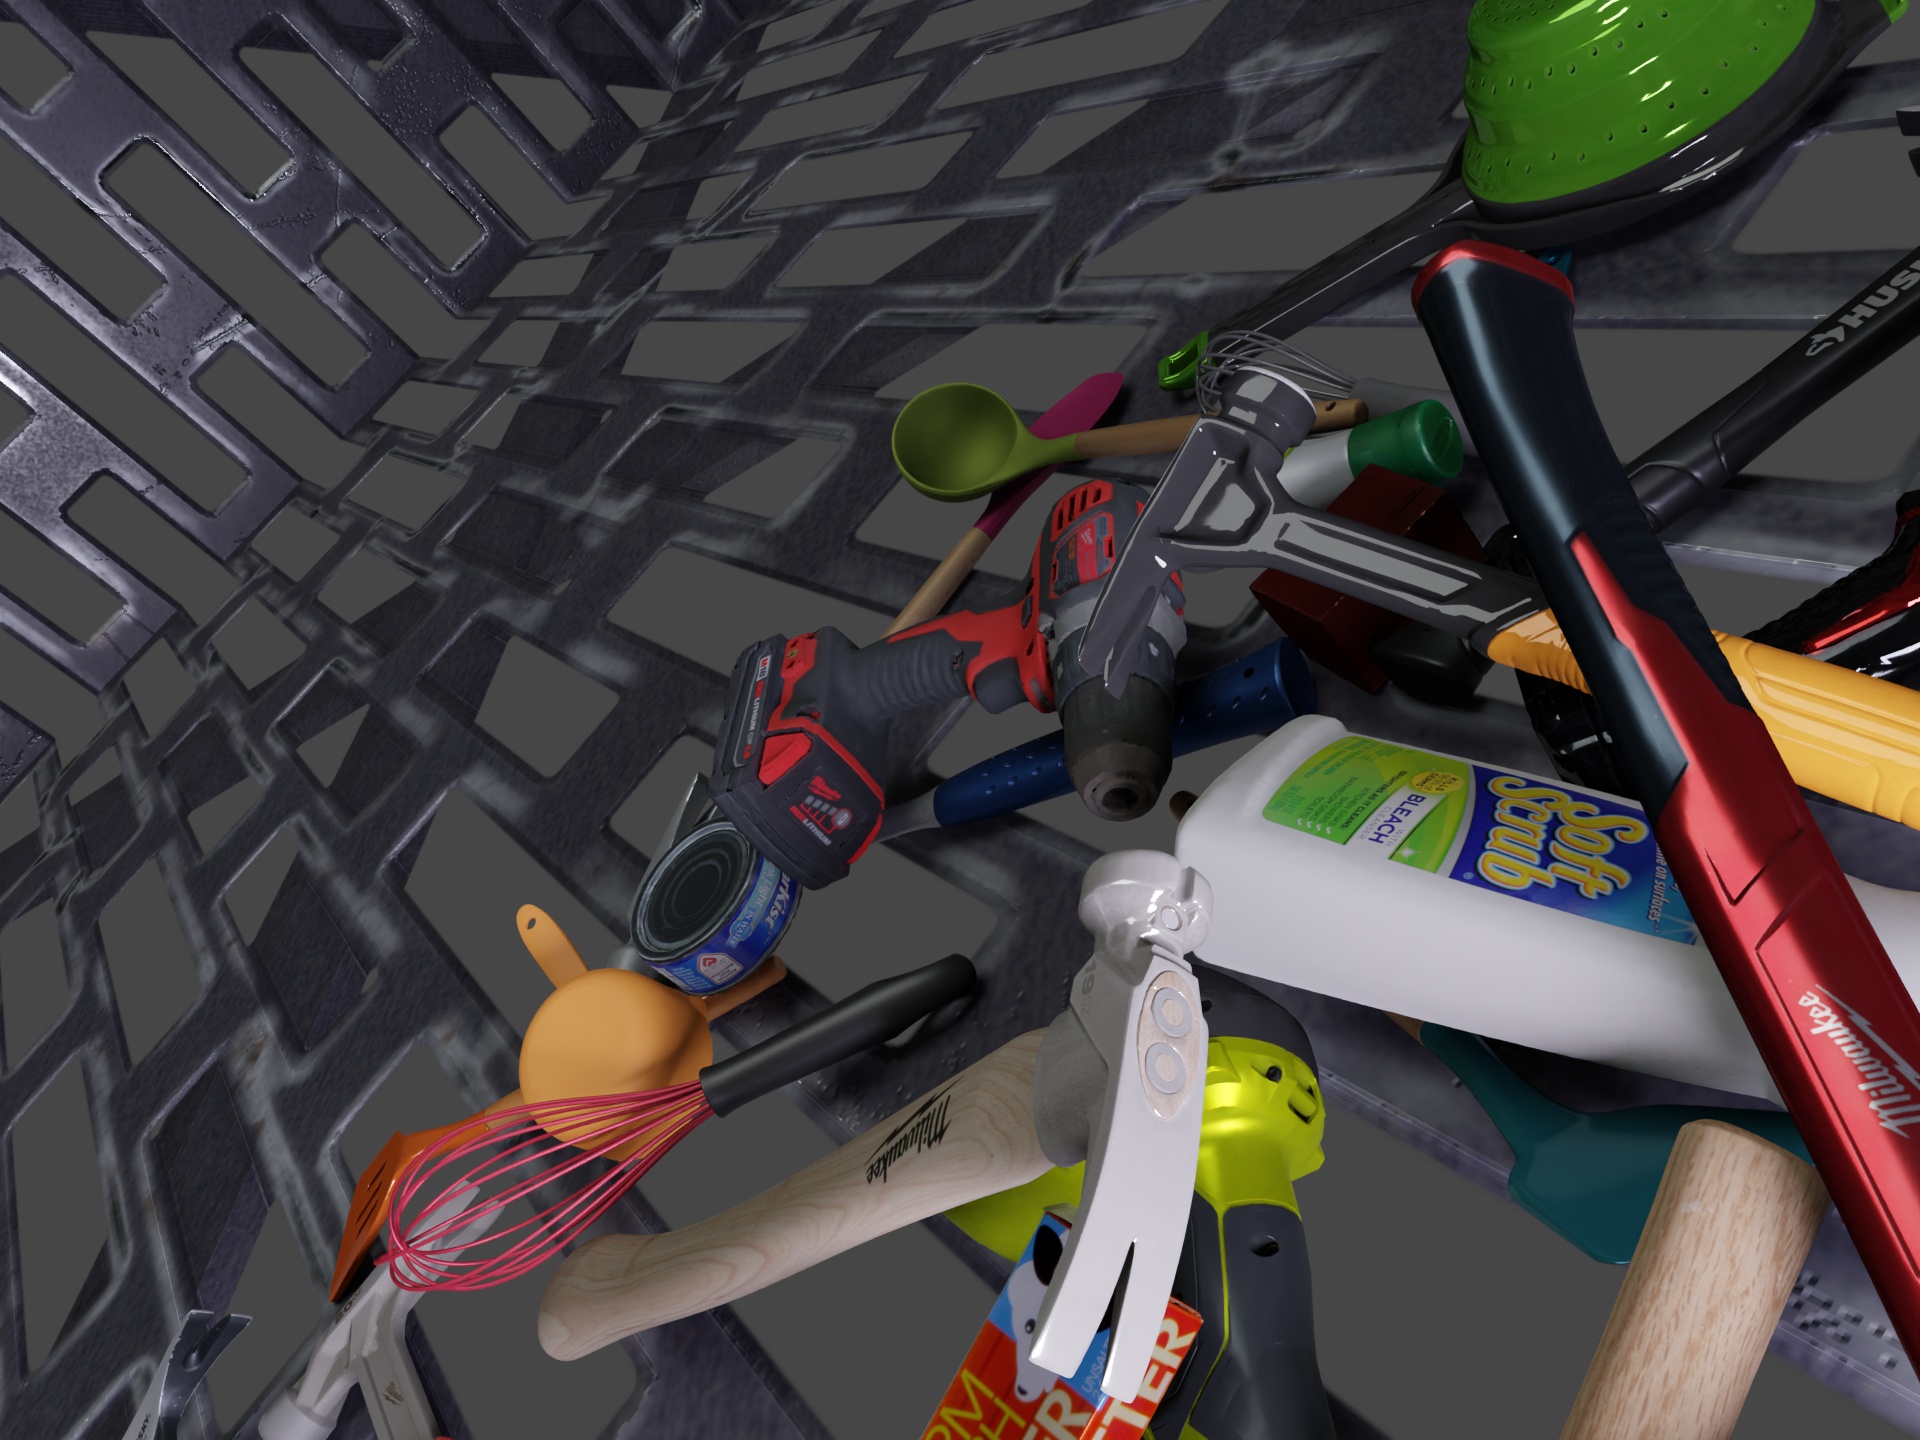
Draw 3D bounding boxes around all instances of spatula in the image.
[{"bbox_3d":[0.149,0.083,0.546,0.082,0.044,0.318,-23,28,-12],"label":"spatula"},{"bbox_3d":[-0.221,0.204,0.837,0.322,0.041,0.081,-29,35,14],"label":"spatula"}]

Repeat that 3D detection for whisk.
[{"bbox_3d":[-0.127,0.172,0.702,0.296,0.073,0.073,-26,33,2],"label":"whisk"},{"bbox_3d":[0.195,-0.151,0.768,0.055,0.055,0.239,-49,37,-9],"label":"whisk"}]

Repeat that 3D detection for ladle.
[{"bbox_3d":[0.077,-0.158,0.853,0.320,0.062,0.078,5,61,51],"label":"ladle"}]

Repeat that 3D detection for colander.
[{"bbox_3d":[0.255,-0.302,0.822,0.397,0.094,0.205,-27,33,26],"label":"colander"}]

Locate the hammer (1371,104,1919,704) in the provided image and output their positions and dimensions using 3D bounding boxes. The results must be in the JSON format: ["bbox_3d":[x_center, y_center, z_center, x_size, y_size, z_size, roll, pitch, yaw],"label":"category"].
[{"bbox_3d":[0.303,-0.120,0.618,0.335,0.035,0.146,-38,33,9],"label":"hammer"}]

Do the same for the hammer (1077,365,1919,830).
[{"bbox_3d":[0.190,-0.014,0.473,0.337,0.034,0.127,26,82,38],"label":"hammer"}]

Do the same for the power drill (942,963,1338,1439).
[{"bbox_3d":[0.060,0.200,0.480,0.171,0.080,0.223,-32,37,18],"label":"power drill"}]

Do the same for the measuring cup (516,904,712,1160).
[{"bbox_3d":[-0.196,0.141,0.797,0.095,0.052,0.174,-47,55,-1],"label":"measuring cup"}]

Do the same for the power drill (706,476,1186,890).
[{"bbox_3d":[-0.001,-0.002,0.718,0.226,0.080,0.188,-24,37,23],"label":"power drill"}]

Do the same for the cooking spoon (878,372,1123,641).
[{"bbox_3d":[-0.003,-0.090,0.940,0.319,0.017,0.069,-52,29,-14],"label":"cooking spoon"}]

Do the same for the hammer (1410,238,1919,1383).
[{"bbox_3d":[0.175,0.019,0.406,0.143,0.038,0.387,-17,55,9],"label":"hammer"}]

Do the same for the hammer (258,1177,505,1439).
[{"bbox_3d":[-0.203,0.332,0.655,0.149,0.036,0.359,-50,32,-11],"label":"hammer"}]

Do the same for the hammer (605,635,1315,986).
[{"bbox_3d":[-0.016,0.039,0.787,0.405,0.035,0.144,-21,39,32],"label":"hammer"}]

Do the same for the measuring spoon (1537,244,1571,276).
[{"bbox_3d":[0.274,-0.186,0.751,0.042,0.021,0.129,-10,36,40],"label":"measuring spoon"}]

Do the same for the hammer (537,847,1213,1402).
[{"bbox_3d":[-0.062,0.184,0.553,0.410,0.038,0.146,-39,28,45],"label":"hammer"}]

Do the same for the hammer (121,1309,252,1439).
[{"bbox_3d":[-0.300,0.401,0.659,0.409,0.036,0.149,20,86,52],"label":"hammer"}]

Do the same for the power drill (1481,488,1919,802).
[{"bbox_3d":[0.294,-0.050,0.512,0.219,0.078,0.143,-23,38,24],"label":"power drill"}]

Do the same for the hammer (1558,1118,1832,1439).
[{"bbox_3d":[0.112,0.239,0.337,0.130,0.031,0.331,27,72,17],"label":"hammer"}]
